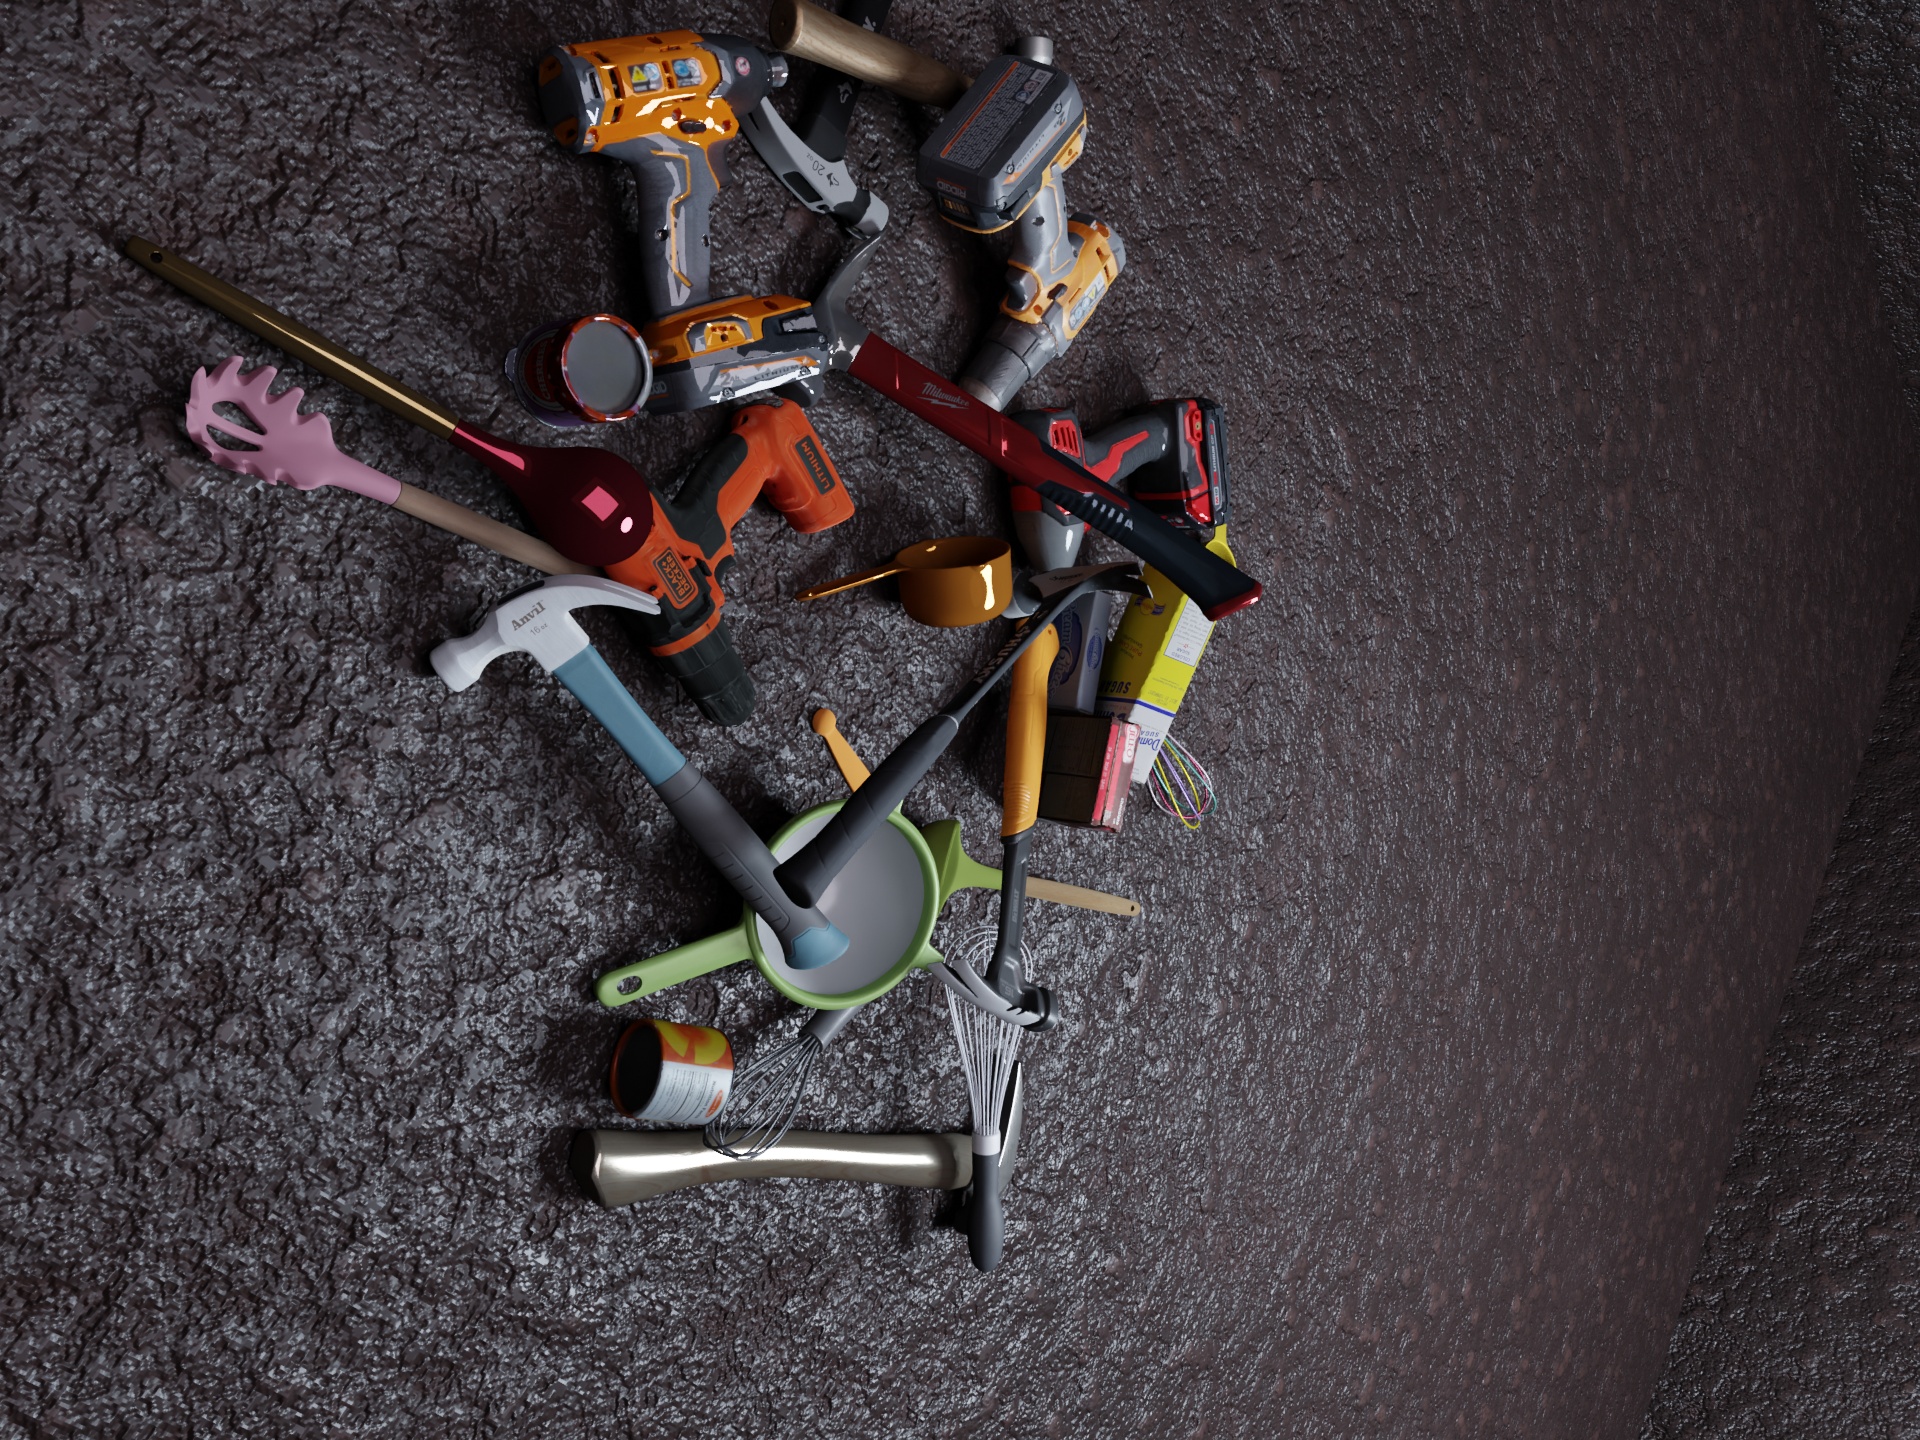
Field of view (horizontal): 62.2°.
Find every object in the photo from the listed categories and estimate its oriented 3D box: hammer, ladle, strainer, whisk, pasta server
[{"bbox_3d":[-0.002,-0.004,1.130,0.409,0.149,0.036,-48,120,-42],"label":"hammer"},{"bbox_3d":[-0.024,-0.457,1.142,0.331,0.031,0.130,-12,106,-57],"label":"hammer"},{"bbox_3d":[0.041,0.062,1.230,0.127,0.034,0.337,37,49,-43],"label":"hammer"},{"bbox_3d":[0.064,0.140,1.321,0.320,0.062,0.078,18,84,-47],"label":"ladle"},{"bbox_3d":[-0.141,0.142,1.124,0.256,0.069,0.151,-18,105,-24],"label":"strainer"},{"bbox_3d":[0.019,0.299,1.248,0.070,0.070,0.284,-8,102,-44],"label":"whisk"},{"bbox_3d":[0.165,0.005,1.417,0.047,0.051,0.244,-47,122,-24],"label":"whisk"},{"bbox_3d":[-0.180,0.044,1.021,0.128,0.033,0.330,-36,116,0],"label":"hammer"},{"bbox_3d":[-0.306,-0.125,0.940,0.316,0.040,0.060,24,72,-45],"label":"pasta server"},{"bbox_3d":[-0.104,0.315,1.186,0.410,0.038,0.146,16,82,-44],"label":"hammer"},{"bbox_3d":[-0.064,-0.528,1.140,0.146,0.035,0.335,29,74,-43],"label":"hammer"},{"bbox_3d":[0.061,-0.200,1.160,0.386,0.038,0.143,31,74,-9],"label":"hammer"},{"bbox_3d":[-0.106,0.230,1.148,0.239,0.055,0.055,-47,125,-47],"label":"whisk"},{"bbox_3d":[-0.309,-0.178,0.894,0.315,0.031,0.069,29,83,-27],"label":"ladle"}]

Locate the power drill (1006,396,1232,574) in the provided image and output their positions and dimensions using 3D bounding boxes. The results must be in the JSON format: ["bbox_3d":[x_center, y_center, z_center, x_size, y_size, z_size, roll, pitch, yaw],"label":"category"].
[{"bbox_3d":[0.129,-0.198,1.339,0.219,0.079,0.143,-16,106,-40],"label":"power drill"}]

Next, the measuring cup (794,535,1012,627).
[{"bbox_3d":[-0.041,-0.092,1.189,0.173,0.095,0.052,-18,114,-23],"label":"measuring cup"}]

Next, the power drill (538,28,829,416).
[{"bbox_3d":[-0.161,-0.325,1.023,0.164,0.084,0.226,-24,108,-31],"label":"power drill"}]

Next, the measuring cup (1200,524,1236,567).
[{"bbox_3d":[0.231,-0.185,1.481,0.062,0.029,0.157,16,71,-44],"label":"measuring cup"}]

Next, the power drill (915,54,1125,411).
[{"bbox_3d":[0.039,-0.350,1.191,0.185,0.084,0.226,-54,153,-12],"label":"power drill"}]

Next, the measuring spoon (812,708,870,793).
[{"bbox_3d":[-0.078,0.037,1.199,0.021,0.011,0.116,-49,125,-30],"label":"measuring spoon"}]
